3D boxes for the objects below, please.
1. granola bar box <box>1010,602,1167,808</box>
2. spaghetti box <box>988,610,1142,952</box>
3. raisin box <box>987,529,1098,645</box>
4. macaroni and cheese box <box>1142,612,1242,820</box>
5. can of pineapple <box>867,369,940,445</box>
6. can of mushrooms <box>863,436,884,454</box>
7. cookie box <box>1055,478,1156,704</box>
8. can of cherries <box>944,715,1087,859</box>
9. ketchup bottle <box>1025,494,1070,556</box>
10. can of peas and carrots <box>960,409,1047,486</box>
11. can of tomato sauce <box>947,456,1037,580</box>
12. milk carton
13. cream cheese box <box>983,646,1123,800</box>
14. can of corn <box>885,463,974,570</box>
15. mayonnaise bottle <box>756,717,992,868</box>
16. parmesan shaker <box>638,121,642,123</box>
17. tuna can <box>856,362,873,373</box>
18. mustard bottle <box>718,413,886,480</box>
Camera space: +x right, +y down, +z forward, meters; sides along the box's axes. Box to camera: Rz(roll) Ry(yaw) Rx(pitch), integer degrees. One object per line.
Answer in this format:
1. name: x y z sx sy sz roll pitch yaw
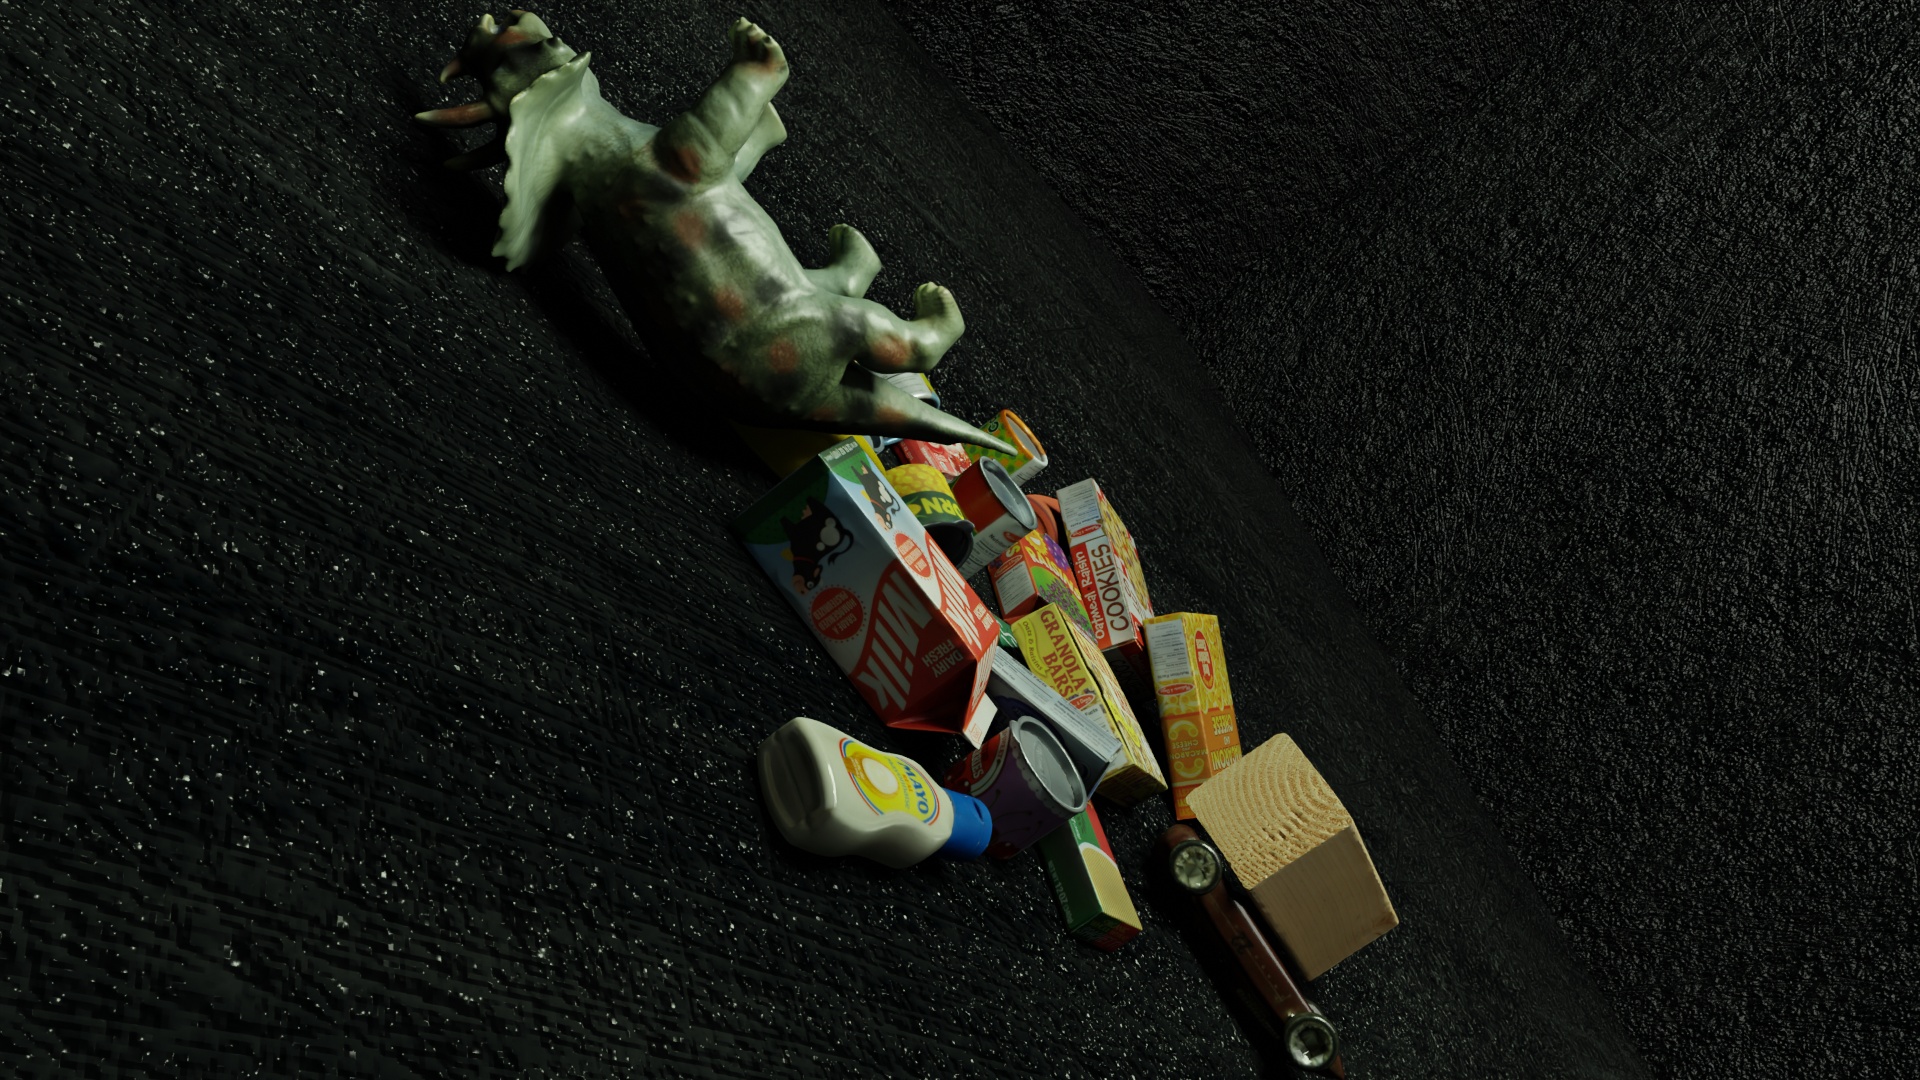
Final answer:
1. granola bar box: 0.096 0.122 0.995 0.124 0.039 0.165 65 7 21
2. spaghetti box: 0.055 0.152 0.926 0.050 0.028 0.251 37 23 -44
3. raisin box: 0.062 0.035 1.150 0.086 0.040 0.124 39 21 -34
4. macaroni and cheese box: 0.203 0.147 1.187 0.124 0.040 0.166 11 68 -66
5. can of pineapple: -0.058 -0.115 1.095 0.058 0.071 0.071 60 18 19
6. can of mushrooms: -0.090 -0.084 1.003 0.071 0.033 0.071 46 19 -21
7. cookie box: 0.138 0.046 1.233 0.122 0.040 0.168 49 25 -53
8. can of cherries: 0.031 0.146 0.826 0.071 0.058 0.072 46 20 -21
9. ketchup bottle: 0.087 -0.011 1.294 0.065 0.043 0.149 61 18 9
10. can of peas and carrots: 0.037 -0.080 1.276 0.071 0.058 0.071 47 18 -20
11. can of tomato sauce: 0.004 -0.013 1.021 0.071 0.083 0.071 46 18 -20
12. milk carton: -0.042 0.038 0.824 0.190 0.073 0.072 52 17 -3
13. cream cheese box: 0.047 0.119 0.874 0.104 0.053 0.024 38 37 15
14. can of corn: -0.030 -0.012 0.956 0.071 0.071 0.058 32 26 -49
15. mayonnaise bottle: -0.038 0.134 0.701 0.148 0.041 0.065 30 27 -50
16. parmesan shaker: -0.206 -0.211 0.904 0.103 0.071 0.071 57 18 11
17. tuna can: -0.098 -0.150 1.054 0.071 0.071 0.033 59 19 19
18. mustard bottle: -0.116 -0.077 0.899 0.160 0.048 0.065 43 21 -25
